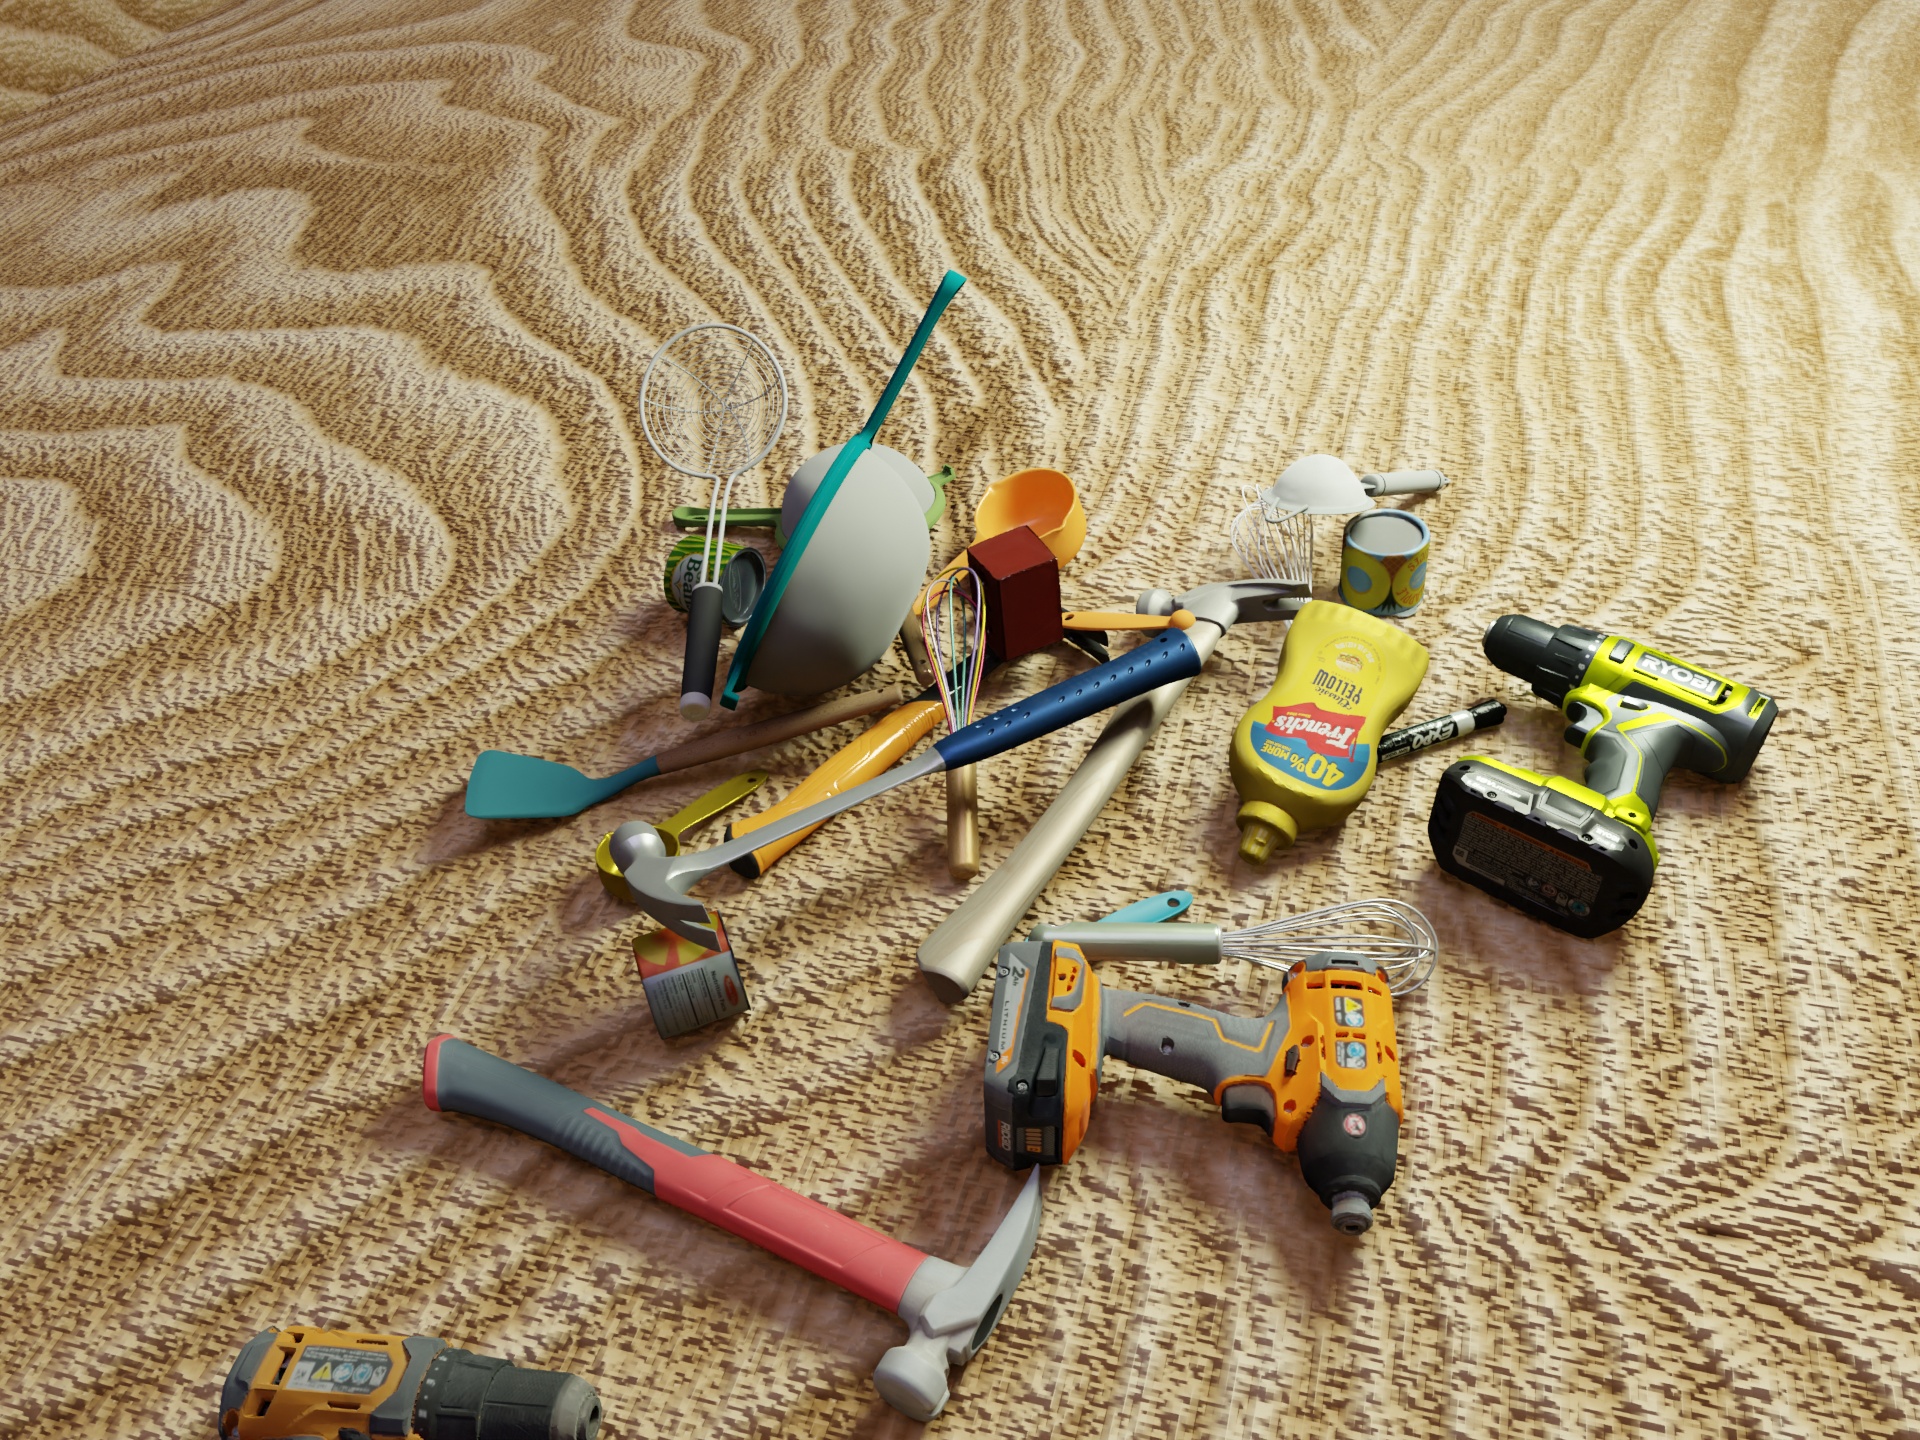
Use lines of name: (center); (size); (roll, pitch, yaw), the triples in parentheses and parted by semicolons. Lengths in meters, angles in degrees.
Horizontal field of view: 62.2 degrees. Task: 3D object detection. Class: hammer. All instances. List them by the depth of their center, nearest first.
hammer: (-0.145, 0.246, 0.899); (0.386, 0.038, 0.143); (17, 45, 26)
hammer: (-0.022, 0.032, 1.032); (0.405, 0.035, 0.144); (-23, 28, -16)
hammer: (0.103, 0.034, 1.078); (0.146, 0.038, 0.411); (-1, 38, 42)
hammer: (-0.036, 0.009, 1.159); (0.127, 0.034, 0.337); (26, 51, 34)

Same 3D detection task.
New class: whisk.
whisk: (0.164, 0.136, 0.962); (0.246, 0.058, 0.059); (0, 85, 4)
whisk: (-0.003, -0.003, 1.117); (0.047, 0.051, 0.245); (-2, 62, 0)
whisk: (0.256, -0.083, 1.208); (0.070, 0.070, 0.285); (-6, 46, 2)

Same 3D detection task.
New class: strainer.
strainer: (-0.052, -0.150, 1.146); (0.095, 0.340, 0.211); (29, 15, -3)
strainer: (0.324, -0.190, 1.271); (0.258, 0.050, 0.087); (-12, 25, -44)
strainer: (-0.141, -0.199, 1.370); (0.256, 0.069, 0.152); (2, 36, 21)

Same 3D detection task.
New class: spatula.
spatula: (-0.197, 0.017, 1.148); (0.317, 0.044, 0.082); (-16, 33, 3)

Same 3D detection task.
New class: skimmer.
skimmer: (-0.202, -0.163, 1.236); (0.127, 0.090, 0.364); (-8, 50, 8)

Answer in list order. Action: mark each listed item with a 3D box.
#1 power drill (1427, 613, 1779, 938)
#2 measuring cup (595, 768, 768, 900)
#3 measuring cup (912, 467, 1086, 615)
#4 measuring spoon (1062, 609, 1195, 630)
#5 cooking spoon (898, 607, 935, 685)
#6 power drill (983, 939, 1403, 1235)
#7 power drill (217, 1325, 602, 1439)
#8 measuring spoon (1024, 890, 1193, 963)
power drill: (0.401, 0.020, 1.040); (0.191, 0.080, 0.228); (27, 50, 27)
measuring cup: (-0.189, 0.078, 1.117); (0.062, 0.029, 0.156); (22, 37, 30)
measuring cup: (0.031, -0.131, 1.305); (0.173, 0.052, 0.095); (-44, 48, -11)
measuring spoon: (0.119, -0.077, 1.178); (0.117, 0.011, 0.021); (4, 41, 32)
cooking spoon: (-0.055, -0.111, 1.284); (0.068, 0.017, 0.319); (-14, 33, -4)
power drill: (0.129, 0.201, 0.879); (0.226, 0.084, 0.164); (3, 42, 6)
power drill: (-0.280, 0.389, 0.728); (0.185, 0.084, 0.226); (1, 37, 8)
measuring spoon: (0.095, 0.138, 1.008); (0.128, 0.021, 0.042); (-19, 43, -26)
